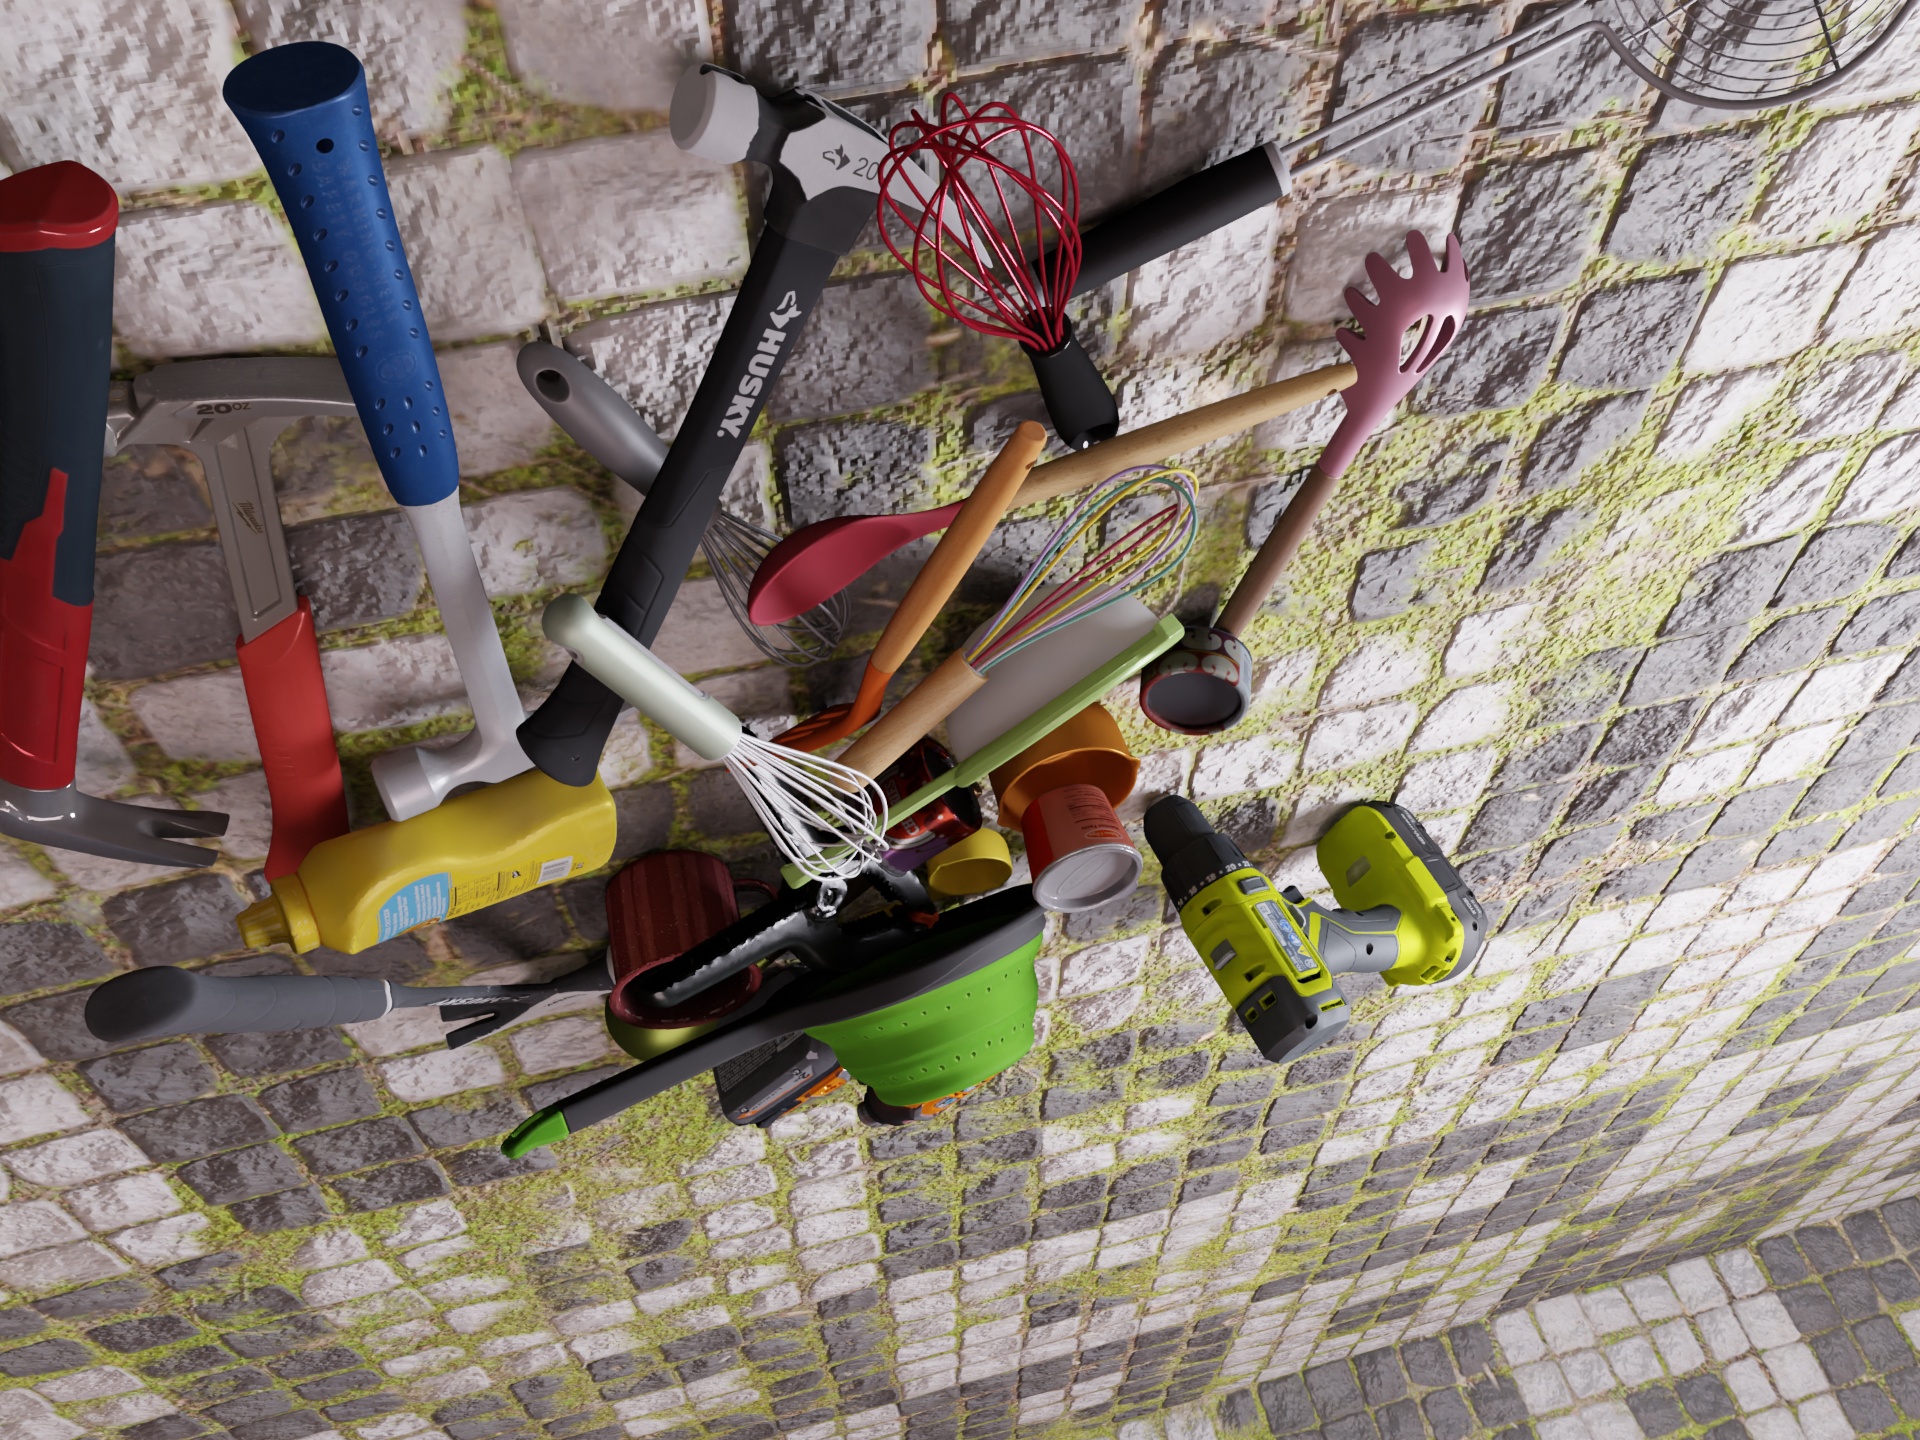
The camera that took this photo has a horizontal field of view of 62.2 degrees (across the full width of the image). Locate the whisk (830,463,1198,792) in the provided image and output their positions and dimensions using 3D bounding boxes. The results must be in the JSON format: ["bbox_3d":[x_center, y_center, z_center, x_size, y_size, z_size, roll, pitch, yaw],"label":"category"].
[{"bbox_3d":[0.025,-0.040,0.789,0.245,0.051,0.047,-41,176,23],"label":"whisk"}]

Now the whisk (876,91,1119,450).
[{"bbox_3d":[0.030,-0.167,0.651,0.073,0.073,0.295,-25,165,9],"label":"whisk"}]

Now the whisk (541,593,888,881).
[{"bbox_3d":[-0.107,0.011,0.744,0.059,0.058,0.246,-56,138,-9],"label":"whisk"}]

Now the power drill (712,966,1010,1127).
[{"bbox_3d":[-0.079,0.261,1.207,0.226,0.084,0.164,18,132,-45],"label":"power drill"}]

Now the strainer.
[{"bbox_3d":[-0.001,-0.003,0.867,0.256,0.069,0.151,-33,180,2],"label":"strainer"}]

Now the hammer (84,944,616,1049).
[{"bbox_3d":[-0.316,0.154,0.879,0.149,0.036,0.408,-21,167,10],"label":"hammer"}]

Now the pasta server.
[{"bbox_3d":[0.185,-0.124,0.860,0.060,0.040,0.316,-3,146,-21],"label":"pasta server"}]

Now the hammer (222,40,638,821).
[{"bbox_3d":[-0.214,-0.091,0.661,0.144,0.035,0.405,-23,152,-19],"label":"hammer"}]

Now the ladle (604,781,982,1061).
[{"bbox_3d":[-0.113,0.130,1.059,0.320,0.062,0.078,-39,142,16],"label":"ladle"}]

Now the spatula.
[{"bbox_3d":[-0.035,-0.048,0.769,0.081,0.041,0.322,-32,168,-35],"label":"spatula"}]

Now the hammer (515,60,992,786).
[{"bbox_3d":[-0.111,-0.102,0.685,0.146,0.035,0.334,5,127,-41],"label":"hammer"}]

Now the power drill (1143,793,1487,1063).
[{"bbox_3d":[0.241,0.123,1.100,0.228,0.191,0.080,-6,145,-40],"label":"power drill"}]

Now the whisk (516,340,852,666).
[{"bbox_3d":[-0.125,-0.096,0.746,0.055,0.055,0.238,-29,139,15],"label":"whisk"}]

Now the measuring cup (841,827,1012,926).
[{"bbox_3d":[-0.031,0.112,1.083,0.156,0.029,0.062,-28,145,34],"label":"measuring cup"}]

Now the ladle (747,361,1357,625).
[{"bbox_3d":[0.044,-0.115,0.755,0.315,0.031,0.069,-20,165,-6],"label":"ladle"}]

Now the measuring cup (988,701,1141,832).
[{"bbox_3d":[0.074,0.044,1.010,0.095,0.052,0.173,-25,146,9],"label":"measuring cup"}]

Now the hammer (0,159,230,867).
[{"bbox_3d":[-0.354,-0.056,0.644,0.143,0.038,0.386,16,139,-21],"label":"hammer"}]

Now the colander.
[{"bbox_3d":[-0.085,0.215,1.003,0.397,0.094,0.204,-21,-179,-26],"label":"colander"}]

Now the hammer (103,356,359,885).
[{"bbox_3d":[-0.315,-0.022,0.764,0.149,0.037,0.358,-5,142,-17],"label":"hammer"}]

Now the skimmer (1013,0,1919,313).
[{"bbox_3d":[0.188,-0.248,0.638,0.363,0.090,0.127,-24,111,12],"label":"skimmer"}]
